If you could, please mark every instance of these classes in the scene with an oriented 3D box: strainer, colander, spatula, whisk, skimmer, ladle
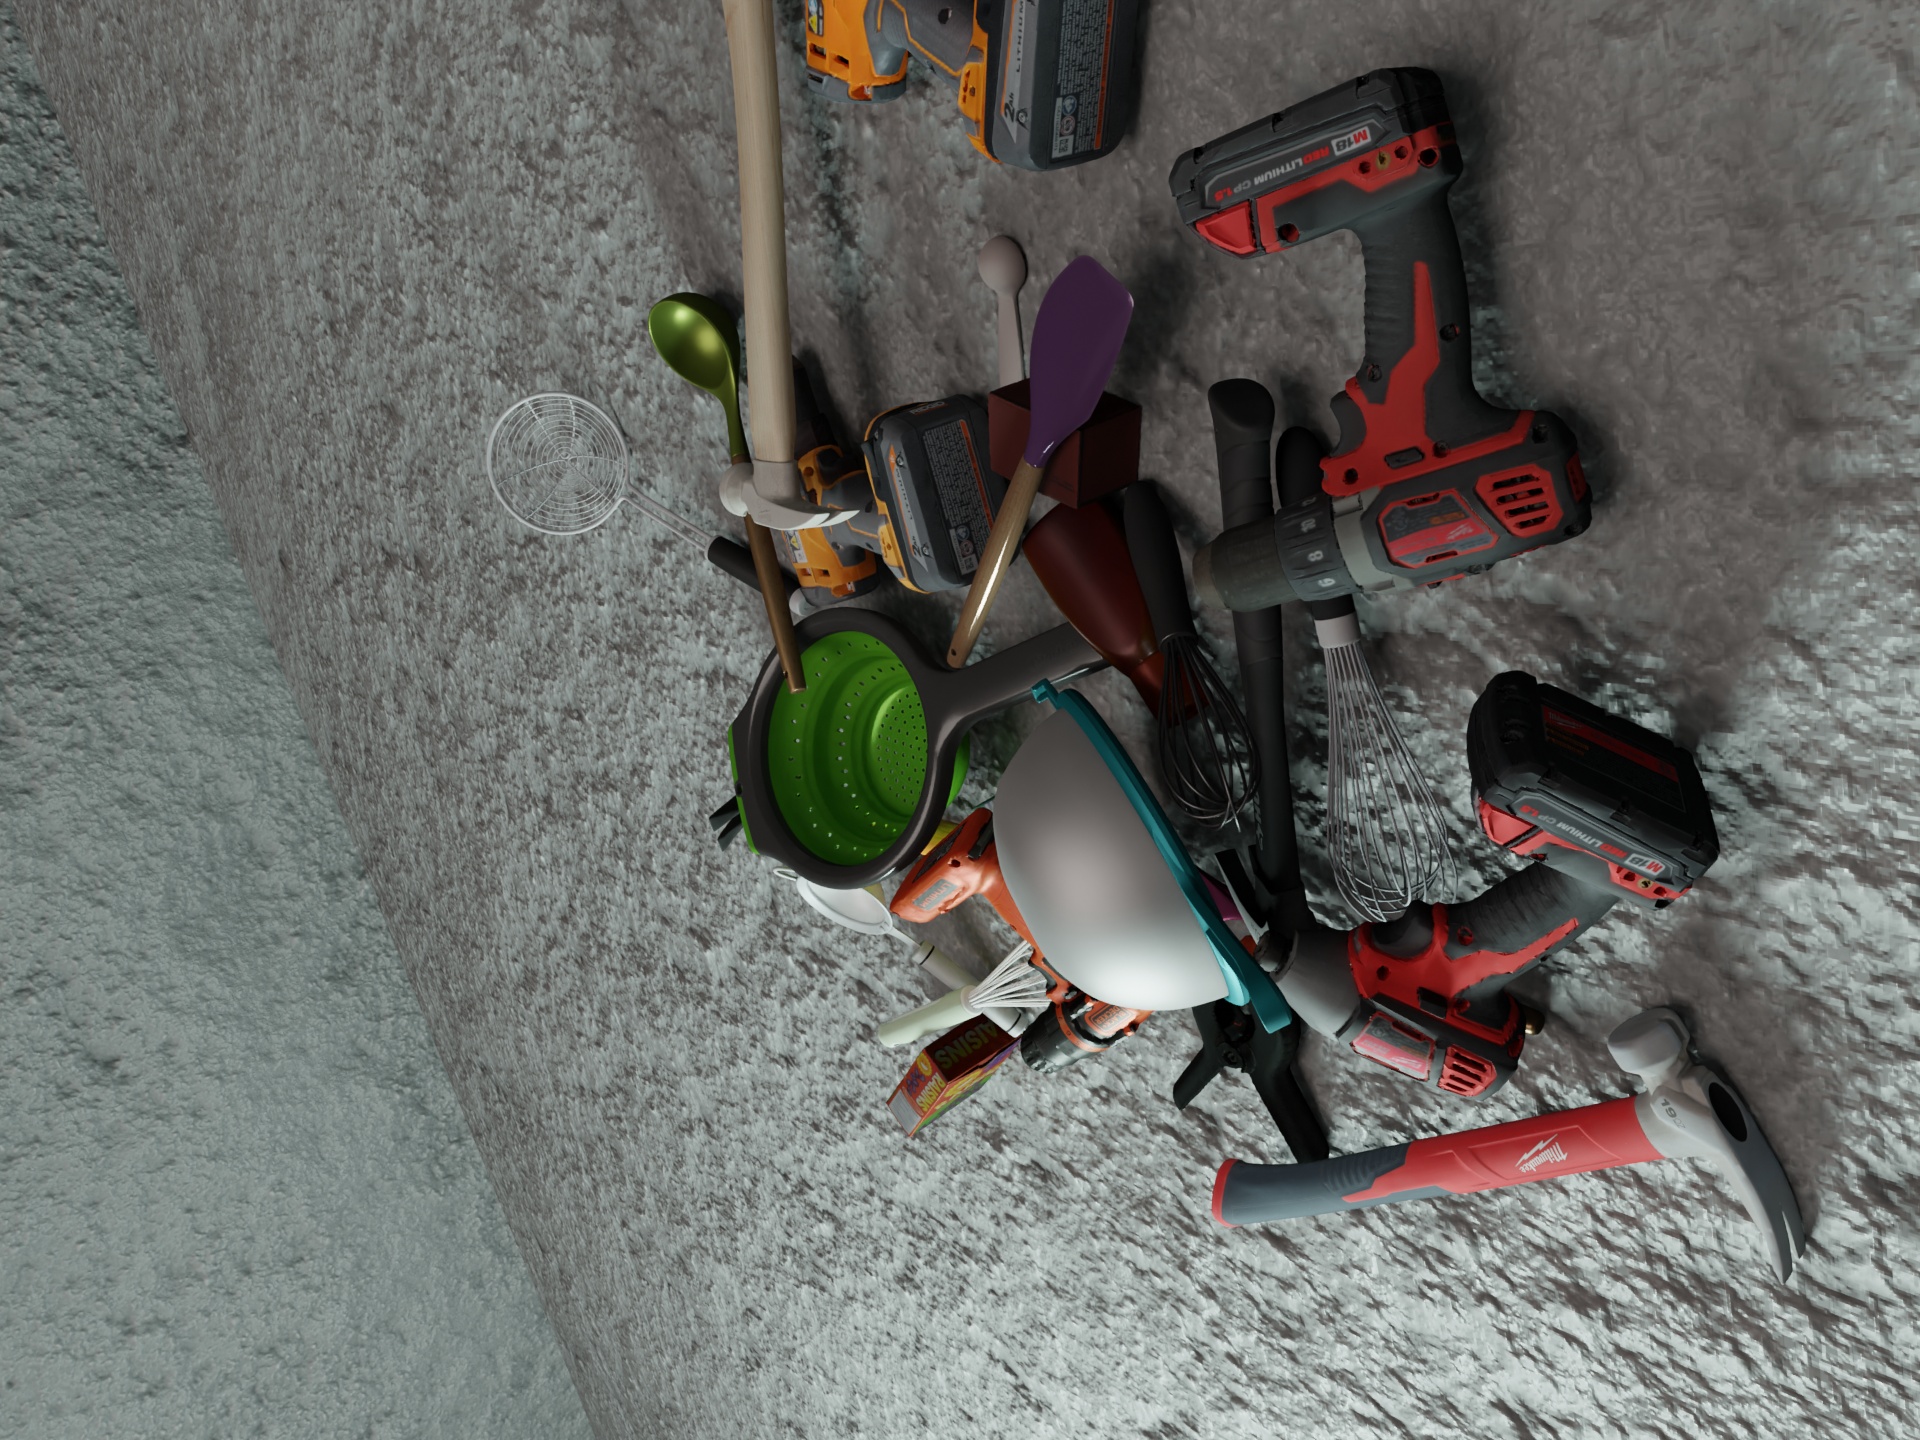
[{"bbox_3d":[-0.036,0.181,1.285,0.258,0.050,0.087,38,149,-4],"label":"strainer"},{"bbox_3d":[-0.002,-0.004,1.129,0.397,0.094,0.205,-22,74,39],"label":"colander"},{"bbox_3d":[0.087,0.108,0.873,0.211,0.095,0.340,61,180,-16],"label":"strainer"},{"bbox_3d":[0.035,-0.138,0.942,0.060,0.018,0.315,48,143,22],"label":"spatula"},{"bbox_3d":[0.210,-0.018,0.857,0.070,0.070,0.284,-3,106,54],"label":"whisk"},{"bbox_3d":[0.123,-0.042,0.883,0.055,0.055,0.239,116,151,-51],"label":"whisk"},{"bbox_3d":[-0.268,-0.173,1.354,0.364,0.090,0.127,32,105,34],"label":"skimmer"},{"bbox_3d":[0.014,0.215,1.238,0.246,0.057,0.059,-31,76,42],"label":"whisk"},{"bbox_3d":[-0.169,-0.171,1.183,0.078,0.062,0.320,-33,69,56],"label":"ladle"}]

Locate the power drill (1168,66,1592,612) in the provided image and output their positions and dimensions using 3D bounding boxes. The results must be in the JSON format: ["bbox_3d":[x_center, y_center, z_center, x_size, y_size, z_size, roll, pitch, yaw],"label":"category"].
[{"bbox_3d":[0.170,-0.163,0.739,0.188,0.080,0.226,-15,104,30],"label":"power drill"}]

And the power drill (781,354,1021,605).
[{"bbox_3d":[-0.067,-0.173,1.100,0.226,0.084,0.185,6,115,57],"label":"power drill"}]

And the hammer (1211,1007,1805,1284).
[{"bbox_3d":[0.291,0.277,0.941,0.143,0.038,0.386,59,141,3],"label":"hammer"}]

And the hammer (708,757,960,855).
[{"bbox_3d":[-0.050,0.086,1.237,0.337,0.127,0.034,12,128,43],"label":"hammer"}]

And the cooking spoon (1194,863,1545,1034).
[{"bbox_3d":[0.207,0.128,0.981,0.319,0.017,0.068,20,131,42],"label":"cooking spoon"}]

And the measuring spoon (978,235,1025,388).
[{"bbox_3d":[0.025,-0.235,0.982,0.034,0.018,0.124,27,133,41],"label":"measuring spoon"}]

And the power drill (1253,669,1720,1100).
[{"bbox_3d":[0.248,0.090,0.780,0.143,0.079,0.219,24,128,-3],"label":"power drill"}]

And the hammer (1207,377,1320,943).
[{"bbox_3d":[0.165,-0.020,0.878,0.146,0.035,0.334,-113,13,-69],"label":"hammer"}]

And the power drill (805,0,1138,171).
[{"bbox_3d":[-0.007,-0.401,0.857,0.227,0.084,0.164,38,139,38],"label":"power drill"}]

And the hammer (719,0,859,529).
[{"bbox_3d":[-0.123,-0.329,1.025,0.146,0.038,0.410,22,118,55],"label":"hammer"}]
